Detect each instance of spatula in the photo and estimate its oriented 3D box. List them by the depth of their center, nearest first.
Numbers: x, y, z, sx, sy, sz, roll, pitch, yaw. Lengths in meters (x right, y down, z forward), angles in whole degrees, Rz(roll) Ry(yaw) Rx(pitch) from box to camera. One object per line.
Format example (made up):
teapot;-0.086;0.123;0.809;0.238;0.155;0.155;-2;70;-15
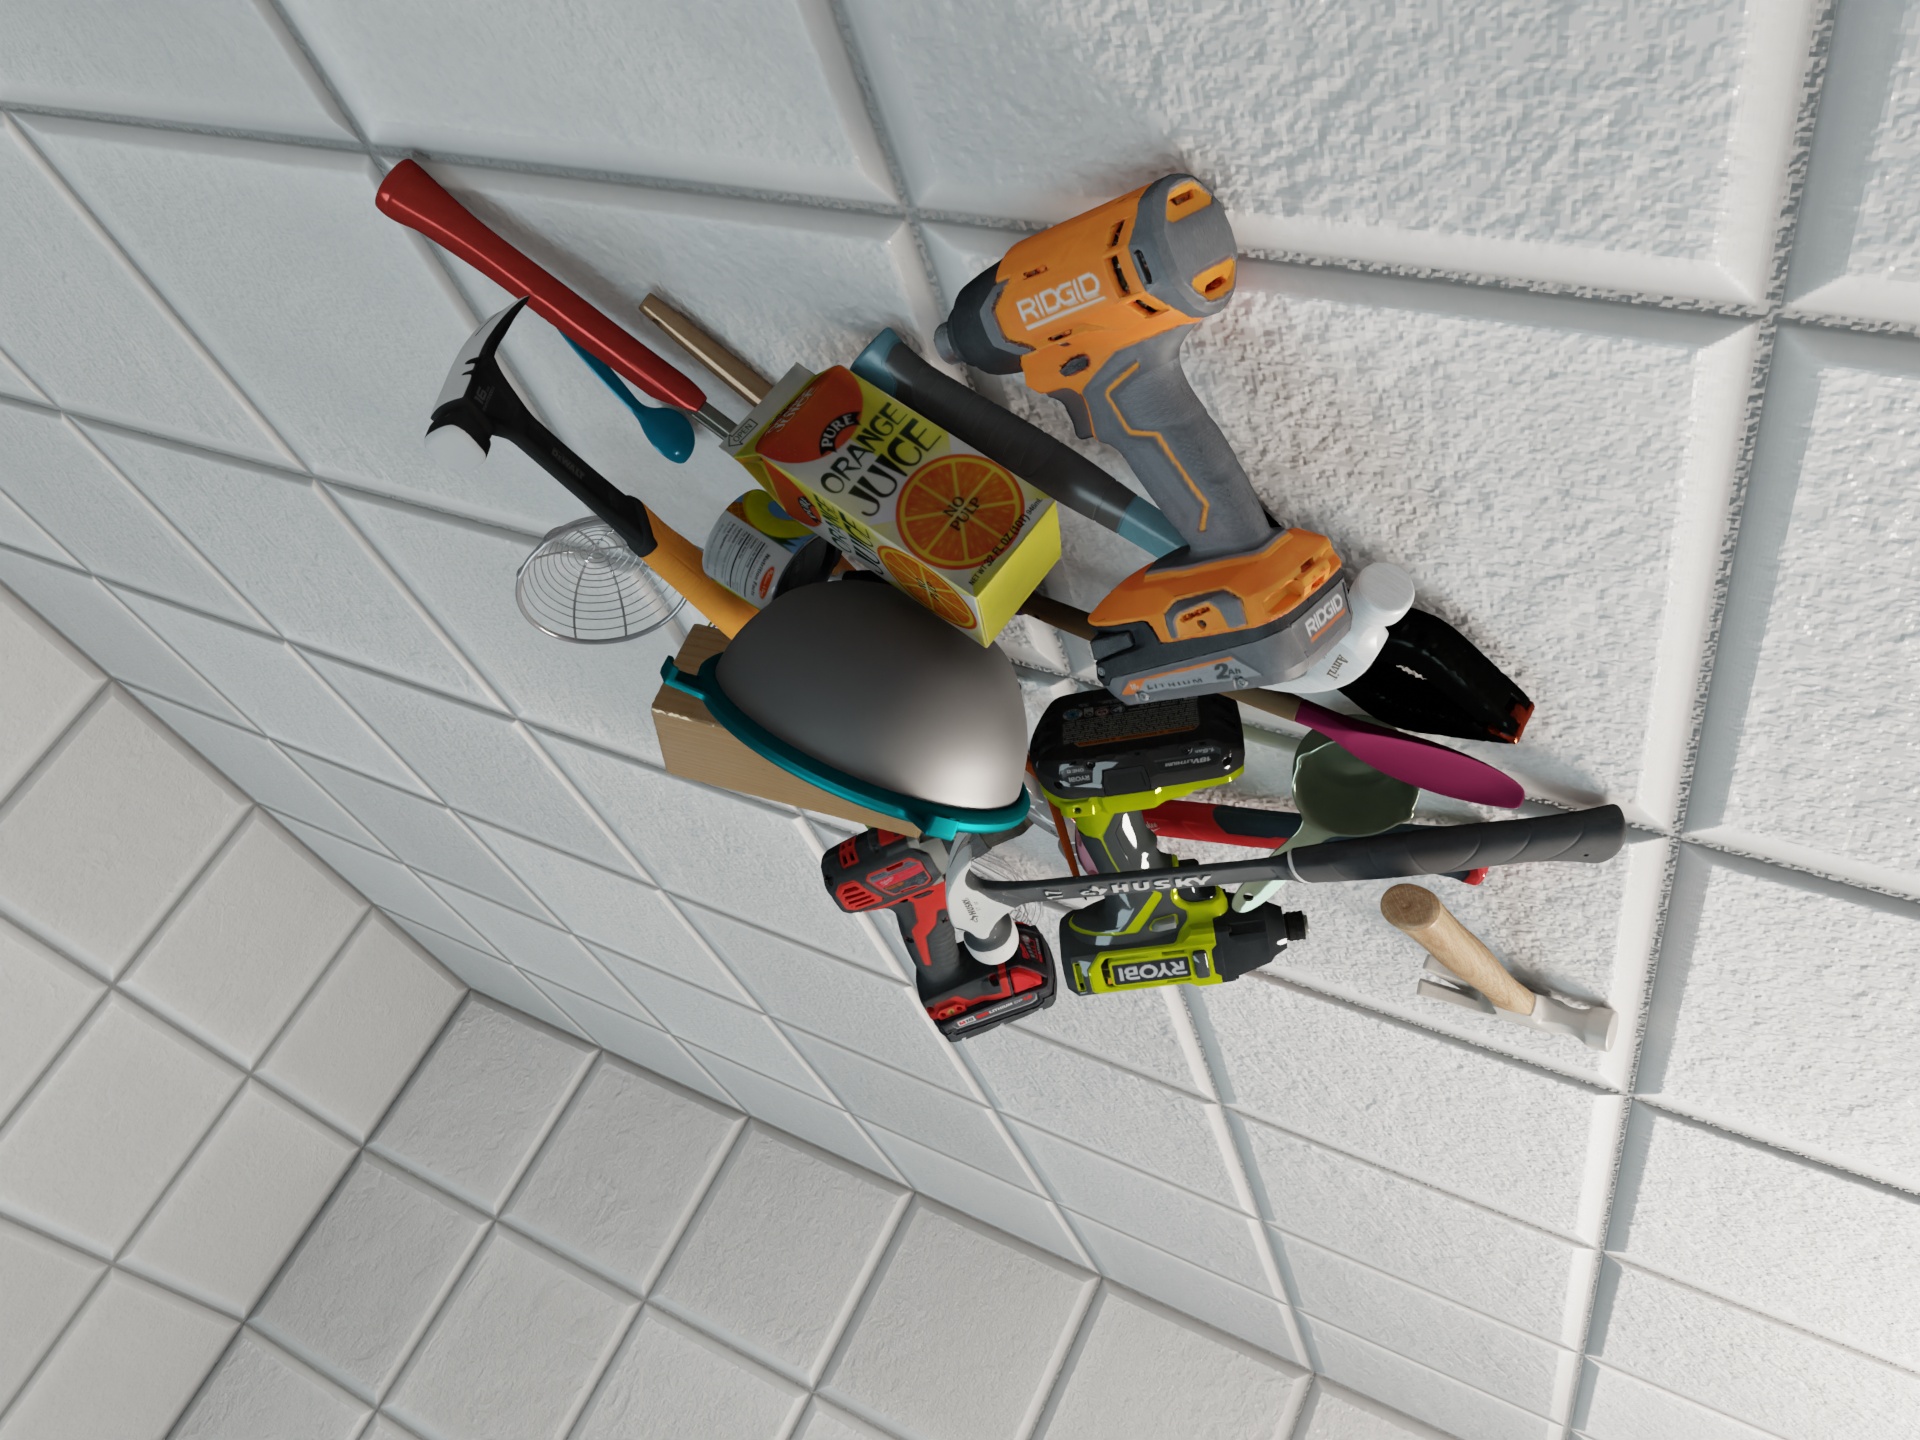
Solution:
spatula;-0.073;-0.163;1.011;0.315;0.018;0.060;38;155;-18
spatula;-0.002;-0.004;1.148;0.322;0.041;0.081;47;-174;-11

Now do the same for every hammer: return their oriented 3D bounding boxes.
hammer;0.079;-0.120;0.863;0.331;0.033;0.128;33;155;10
hammer;0.188;0.087;0.969;0.409;0.036;0.149;-7;147;11
hammer;-0.201;-0.224;0.985;0.359;0.037;0.149;36;171;-8
hammer;-0.187;-0.113;1.005;0.034;0.127;0.336;-20;135;30
hammer;0.339;0.162;1.053;0.130;0.031;0.331;11;166;35
hammer;0.191;0.066;1.133;0.386;0.038;0.143;3;143;44

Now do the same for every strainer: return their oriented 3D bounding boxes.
strainer;-0.016;-0.034;0.987;0.211;0.095;0.340;29;-163;16

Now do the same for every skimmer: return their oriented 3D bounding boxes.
skimmer;-0.143;-0.079;1.104;0.363;0.090;0.127;11;152;26

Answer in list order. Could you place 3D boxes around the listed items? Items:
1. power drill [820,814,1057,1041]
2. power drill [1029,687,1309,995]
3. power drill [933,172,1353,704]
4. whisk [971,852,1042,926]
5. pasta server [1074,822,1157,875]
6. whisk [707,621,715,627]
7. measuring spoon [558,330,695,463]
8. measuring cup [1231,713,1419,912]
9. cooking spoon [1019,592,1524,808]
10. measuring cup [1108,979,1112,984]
power drill;0.009;0.157;1.353;0.188;0.080;0.226;-23;126;10
power drill;0.140;0.086;1.069;0.171;0.080;0.223;-9;124;9
power drill;0.080;-0.126;0.761;0.164;0.084;0.226;-8;111;45
whisk;-0.047;0.107;1.450;0.284;0.070;0.070;36;155;-3
pasta server;0.161;0.141;1.250;0.060;0.040;0.316;8;164;29
whisk;-0.093;-0.026;1.269;0.245;0.047;0.051;24;163;3
measuring spoon;-0.219;-0.225;1.051;0.021;0.042;0.128;-34;110;22
measuring cup;0.222;0.061;1.009;0.083;0.038;0.167;28;127;-9
cooking spoon;0.177;-0.016;0.941;0.319;0.017;0.068;23;164;19
measuring cup;0.144;0.174;1.306;0.052;0.095;0.173;21;166;1
